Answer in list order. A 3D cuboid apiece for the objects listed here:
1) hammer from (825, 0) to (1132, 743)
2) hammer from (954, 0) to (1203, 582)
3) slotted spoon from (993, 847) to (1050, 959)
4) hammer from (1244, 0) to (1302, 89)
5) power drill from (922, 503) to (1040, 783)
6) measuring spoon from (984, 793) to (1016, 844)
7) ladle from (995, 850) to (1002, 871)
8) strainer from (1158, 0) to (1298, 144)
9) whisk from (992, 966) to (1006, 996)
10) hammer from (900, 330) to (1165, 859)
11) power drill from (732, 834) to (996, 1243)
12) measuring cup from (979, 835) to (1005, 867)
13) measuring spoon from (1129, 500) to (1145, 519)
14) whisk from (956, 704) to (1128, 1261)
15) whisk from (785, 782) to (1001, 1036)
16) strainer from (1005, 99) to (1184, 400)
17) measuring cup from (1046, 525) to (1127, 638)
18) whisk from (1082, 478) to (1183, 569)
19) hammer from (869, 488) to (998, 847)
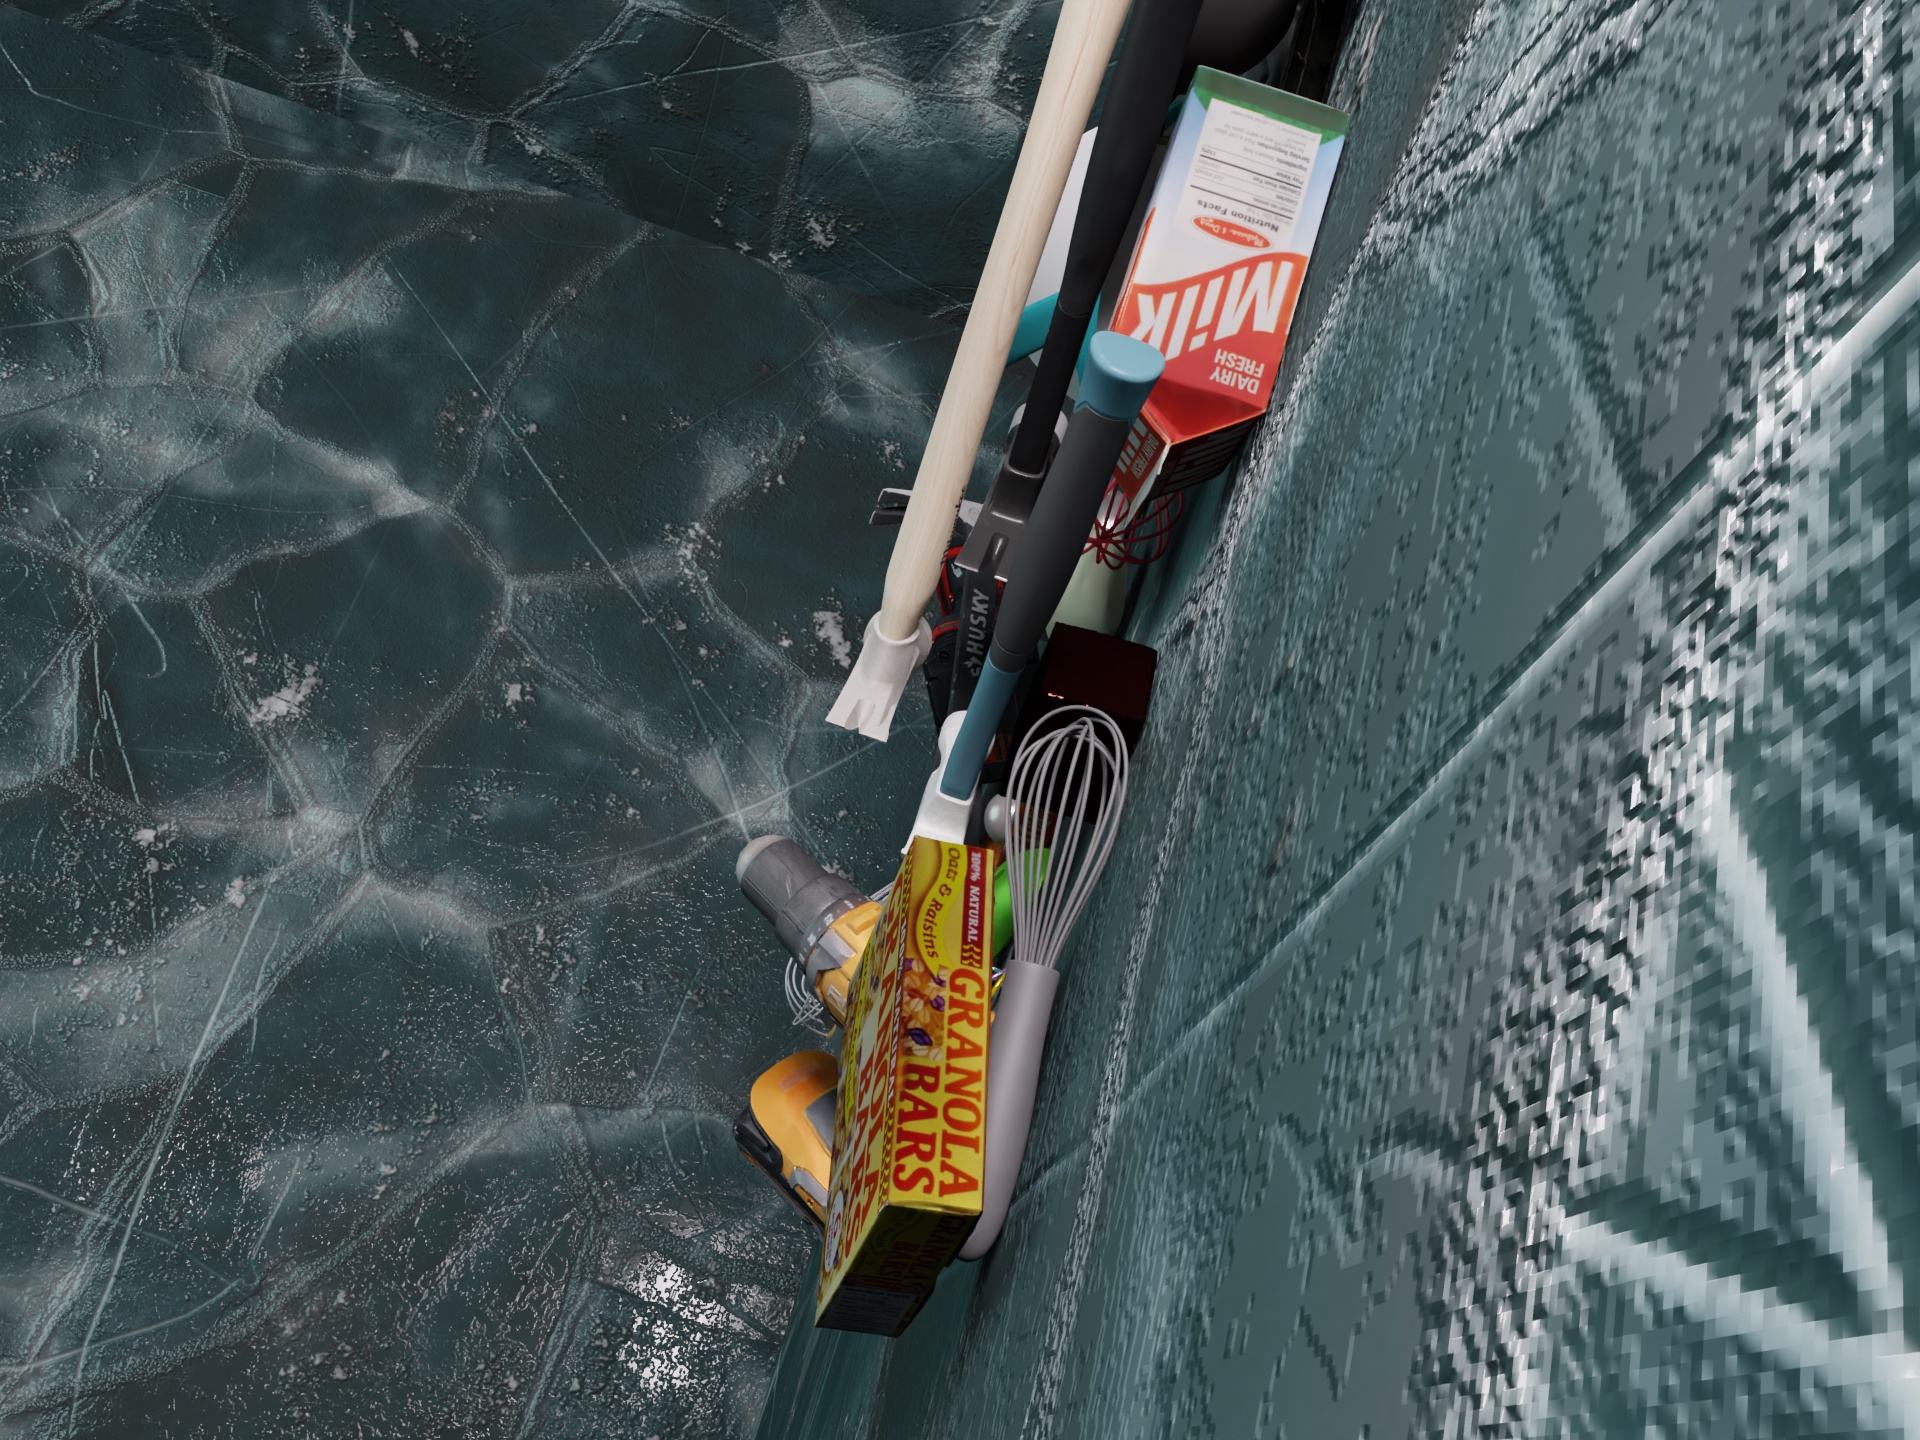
[{"bbox_3d":[0.013,-0.185,0.775,0.146,0.038,0.410,-73,2,-68],"label":"hammer"},{"bbox_3d":[0.057,-0.207,0.739,0.334,0.035,0.146,108,-179,-50],"label":"hammer"},{"bbox_3d":[-0.001,0.202,1.002,0.070,0.031,0.313,-73,1,-57],"label":"slotted spoon"},{"bbox_3d":[0.161,-0.292,0.907,0.127,0.034,0.337,112,177,-59],"label":"hammer"},{"bbox_3d":[0.016,-0.054,1.167,0.220,0.078,0.143,-96,-5,-58],"label":"power drill"},{"bbox_3d":[0.035,0.024,0.975,0.034,0.018,0.124,109,-179,-49],"label":"measuring spoon"},{"bbox_3d":[0.001,0.189,1.114,0.069,0.031,0.315,-102,32,-81],"label":"ladle"},{"bbox_3d":[0.170,-0.454,0.890,0.151,0.069,0.256,89,-162,-66],"label":"strainer"},{"bbox_3d":[-0.006,0.204,0.793,0.047,0.051,0.244,-82,6,-52],"label":"whisk"},{"bbox_3d":[0.026,-0.042,0.725,0.330,0.033,0.128,111,177,-49],"label":"hammer"},{"bbox_3d":[-0.073,0.186,0.918,0.084,0.185,0.226,-28,-32,-38],"label":"power drill"},{"bbox_3d":[0.023,0.079,1.187,0.095,0.052,0.174,111,179,-66],"label":"measuring cup"},{"bbox_3d":[0.124,-0.160,1.122,0.117,0.011,0.021,-75,3,-73],"label":"measuring spoon"},{"bbox_3d":[0.027,0.105,0.672,0.055,0.055,0.239,111,173,-72],"label":"whisk"},{"bbox_3d":[-0.022,0.107,1.084,0.285,0.070,0.070,-46,-14,-35],"label":"whisk"},{"bbox_3d":[0.059,-0.277,0.997,0.340,0.095,0.210,-40,-36,-50],"label":"strainer"},{"bbox_3d":[0.085,-0.126,0.971,0.083,0.038,0.167,22,-103,-71],"label":"measuring cup"},{"bbox_3d":[0.105,-0.161,0.933,0.296,0.073,0.073,-63,-6,-59],"label":"whisk"},{"bbox_3d":[-0.001,-0.003,0.939,0.409,0.149,0.036,-82,14,-46],"label":"hammer"}]
